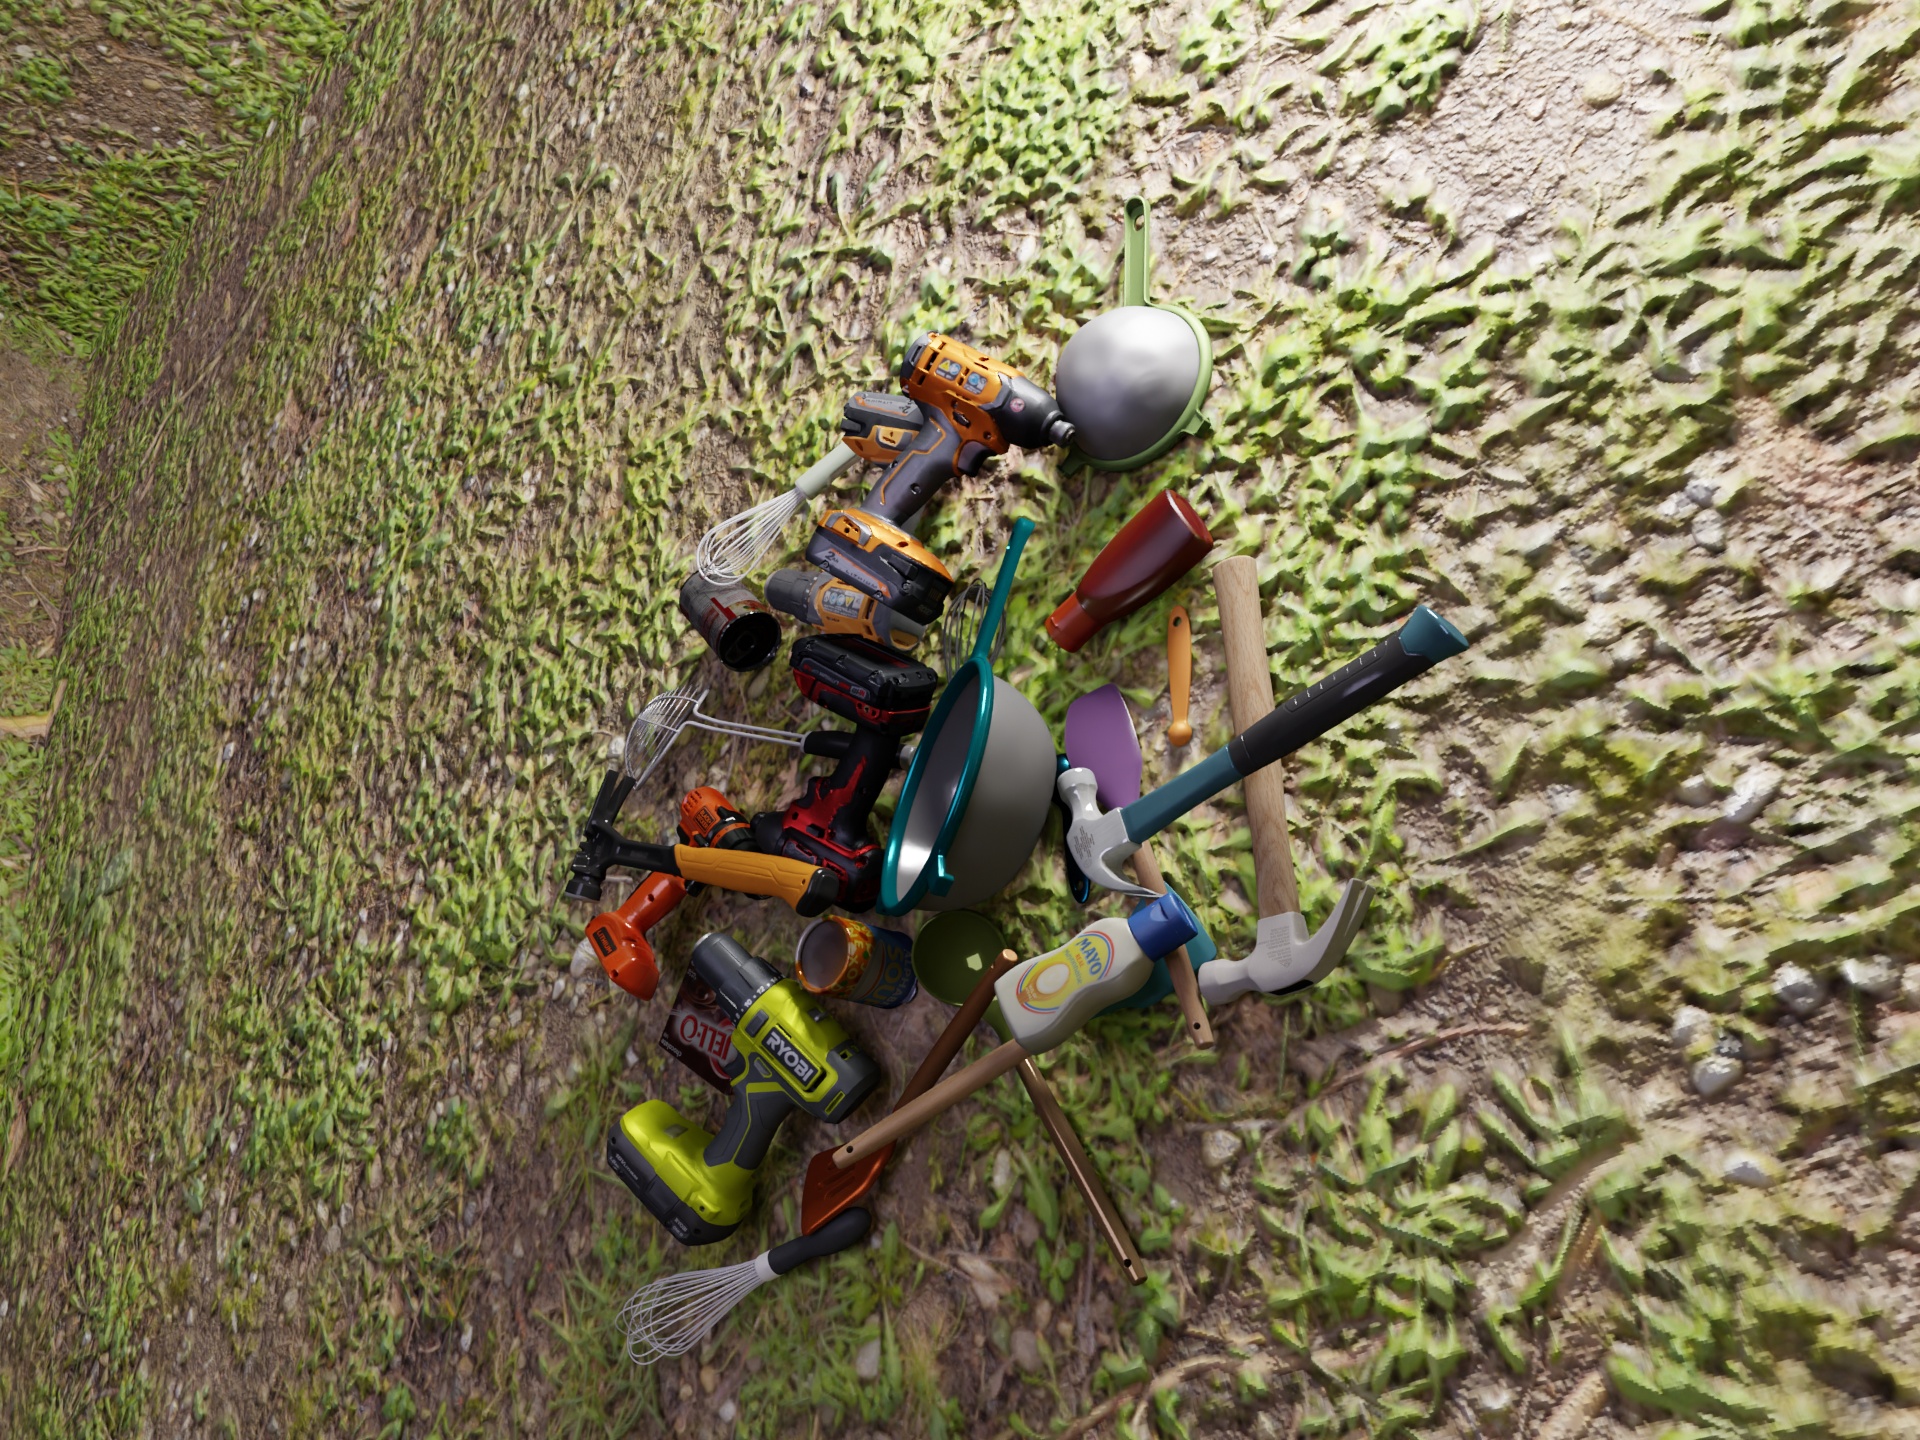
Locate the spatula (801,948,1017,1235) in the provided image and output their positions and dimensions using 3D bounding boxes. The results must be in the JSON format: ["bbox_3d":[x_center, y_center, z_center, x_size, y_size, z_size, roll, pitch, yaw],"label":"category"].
[{"bbox_3d":[-0.042,0.286,1.238,0.322,0.041,0.081,-59,16,31],"label":"spatula"}]

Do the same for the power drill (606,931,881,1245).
[{"bbox_3d":[-0.198,0.311,1.349,0.191,0.080,0.228,42,107,14],"label":"power drill"}]

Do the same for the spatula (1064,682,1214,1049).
[{"bbox_3d":[0.135,0.103,1.191,0.060,0.018,0.316,-28,52,17],"label":"spatula"}]

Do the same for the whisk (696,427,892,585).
[{"bbox_3d":[-0.159,-0.218,1.549,0.246,0.057,0.059,-38,81,8],"label":"whisk"}]

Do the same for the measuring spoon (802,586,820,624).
[{"bbox_3d":[-0.117,-0.144,1.533,0.034,0.018,0.124,32,90,33],"label":"measuring spoon"}]

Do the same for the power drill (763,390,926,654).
[{"bbox_3d":[-0.090,-0.184,1.470,0.185,0.084,0.226,16,90,40],"label":"power drill"}]

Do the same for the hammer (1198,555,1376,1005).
[{"bbox_3d":[0.218,0.031,1.144,0.130,0.031,0.332,-21,61,36],"label":"hammer"}]

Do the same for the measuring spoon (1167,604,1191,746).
[{"bbox_3d":[0.167,-0.036,1.229,0.021,0.011,0.117,-14,65,39],"label":"measuring spoon"}]

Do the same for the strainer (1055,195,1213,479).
[{"bbox_3d":[0.132,-0.338,1.335,0.151,0.069,0.256,-11,69,40],"label":"strainer"}]

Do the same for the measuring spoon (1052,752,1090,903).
[{"bbox_3d":[0.083,0.083,1.253,0.042,0.021,0.129,-27,56,33],"label":"measuring spoon"}]

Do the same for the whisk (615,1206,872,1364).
[{"bbox_3d":[-0.182,0.469,1.333,0.284,0.070,0.070,-33,54,24],"label":"whisk"}]

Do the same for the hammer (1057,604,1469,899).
[{"bbox_3d":[0.204,0.019,1.113,0.331,0.033,0.128,-36,50,31],"label":"hammer"}]

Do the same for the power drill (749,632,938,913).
[{"bbox_3d":[-0.108,0.042,1.369,0.143,0.078,0.219,25,109,31],"label":"power drill"}]

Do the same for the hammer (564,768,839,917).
[{"bbox_3d":[-0.229,0.120,1.409,0.337,0.034,0.127,5,73,43],"label":"hammer"}]

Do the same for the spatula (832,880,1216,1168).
[{"bbox_3d":[0.041,0.235,1.168,0.317,0.044,0.082,-31,50,-6],"label":"spatula"}]

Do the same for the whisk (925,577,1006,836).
[{"bbox_3d":[-0.003,-0.004,1.353,0.055,0.055,0.239,6,83,44],"label":"whisk"}]

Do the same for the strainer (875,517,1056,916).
[{"bbox_3d":[0.036,0.005,1.257,0.211,0.095,0.340,144,145,-70],"label":"strainer"}]

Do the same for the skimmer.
[{"bbox_3d":[-0.178,0.030,1.504,0.363,0.090,0.127,8,54,33],"label":"skimmer"}]

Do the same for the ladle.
[{"bbox_3d":[0.052,0.274,1.188,0.078,0.062,0.320,-39,54,12],"label":"ladle"}]

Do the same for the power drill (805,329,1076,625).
[{"bbox_3d":[-0.014,-0.199,1.336,0.164,0.084,0.226,30,92,24],"label":"power drill"}]
